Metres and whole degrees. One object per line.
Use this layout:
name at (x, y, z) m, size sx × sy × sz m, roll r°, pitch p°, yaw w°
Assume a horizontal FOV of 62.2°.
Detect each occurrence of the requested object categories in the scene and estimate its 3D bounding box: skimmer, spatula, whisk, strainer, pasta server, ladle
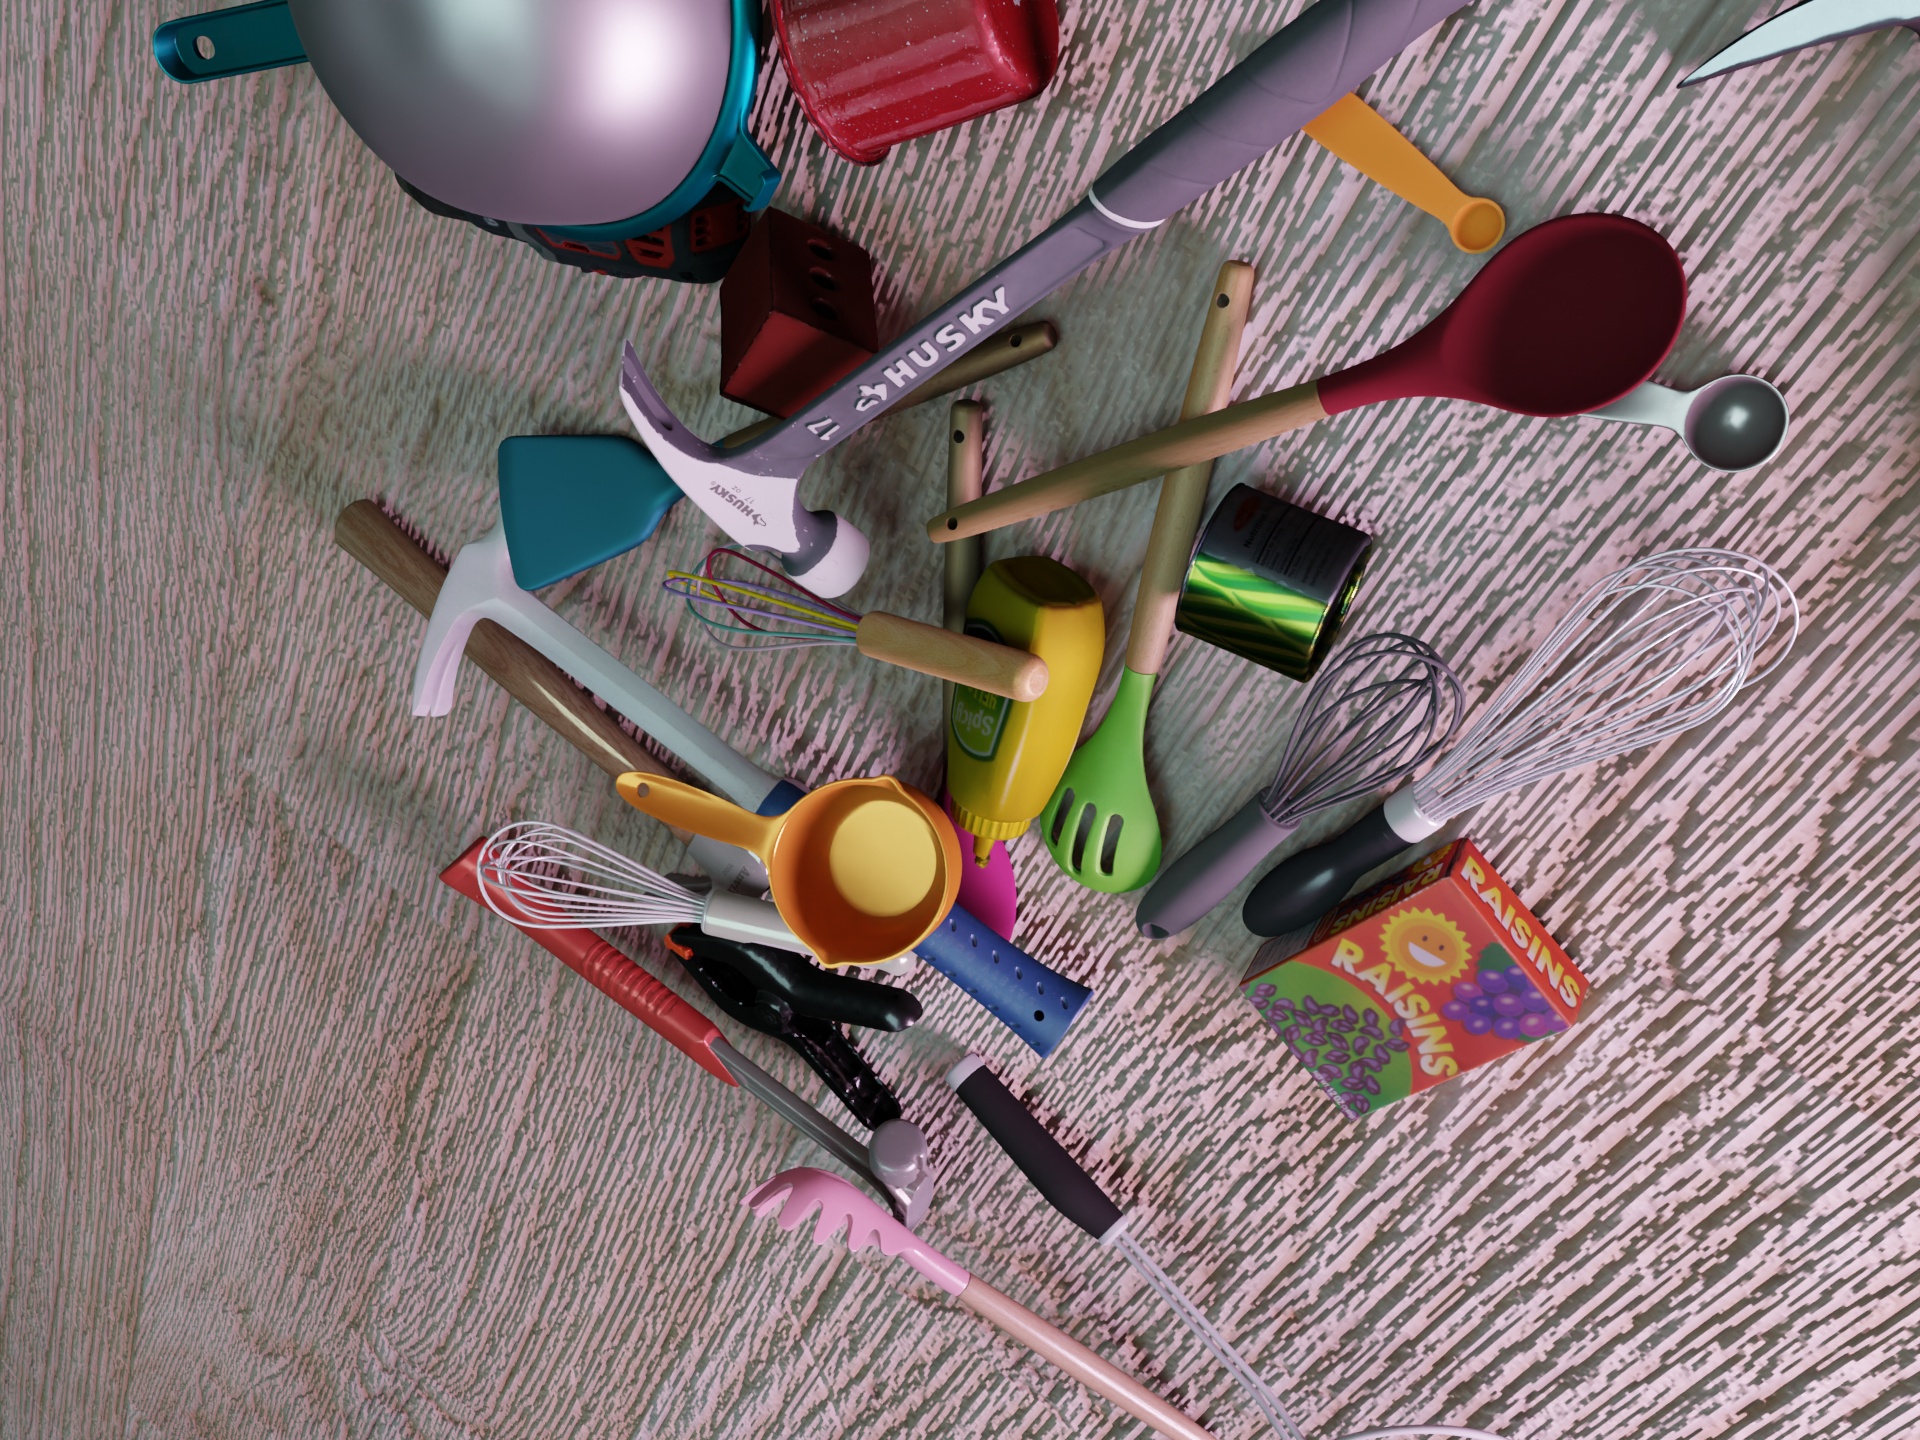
skimmer at (0.141, 0.304, 0.850) m, size 0.363 × 0.090 × 0.127 m, roll 45°, pitch 132°, yaw 17°
spatula at (-0.096, -0.135, 0.755) m, size 0.317 × 0.044 × 0.082 m, roll -13°, pitch 83°, yaw 33°
whisk at (-0.054, -0.045, 0.746) m, size 0.245 × 0.051 × 0.047 m, roll 18°, pitch 145°, yaw 40°
strainer at (-0.243, -0.284, 0.642) m, size 0.340 × 0.095 × 0.210 m, roll 5°, pitch 122°, yaw 29°
pasta server at (0.018, 0.333, 0.882) m, size 0.316 × 0.040 × 0.060 m, roll 37°, pitch 158°, yaw -12°
whisk at (-0.144, 0.103, 0.864) m, size 0.246 × 0.058 × 0.059 m, roll 12°, pitch 94°, yaw 4°
ladle at (0.118, -0.117, 0.625) m, size 0.315 × 0.031 × 0.069 m, roll -15°, pitch 88°, yaw 31°
whisk at (0.135, 0.038, 0.692) m, size 0.055 × 0.055 × 0.239 m, roll 42°, pitch 139°, yaw 6°
whisk at (0.208, 0.021, 0.650) m, size 0.070 × 0.070 × 0.284 m, roll 47°, pitch 133°, yaw 2°

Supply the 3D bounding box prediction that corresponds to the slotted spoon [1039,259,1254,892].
slotted spoon at (0.084, -0.047, 0.704) m, size 0.070 × 0.031 × 0.313 m, roll 27°, pitch 124°, yaw 26°

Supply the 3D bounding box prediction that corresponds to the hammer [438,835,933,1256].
hammer at (-0.168, 0.183, 0.947) m, size 0.359 × 0.037 × 0.149 m, roll 32°, pitch 149°, yaw 17°

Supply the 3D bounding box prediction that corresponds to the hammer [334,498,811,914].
hammer at (-0.232, -0.011, 0.909) m, size 0.331 × 0.031 × 0.130 m, roll 40°, pitch 127°, yaw 8°

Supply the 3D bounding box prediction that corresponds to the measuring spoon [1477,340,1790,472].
measuring spoon at (0.238, -0.120, 0.584) m, size 0.124 × 0.018 × 0.034 m, roll 22°, pitch 112°, yaw 28°

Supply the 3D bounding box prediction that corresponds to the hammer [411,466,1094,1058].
hammer at (-0.111, 0.039, 0.822) m, size 0.405 × 0.035 × 0.144 m, roll 36°, pitch 98°, yaw 9°

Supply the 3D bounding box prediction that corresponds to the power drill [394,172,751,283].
power drill at (-0.182, -0.313, 0.697) m, size 0.188 × 0.080 × 0.226 m, roll 18°, pitch 125°, yaw 23°

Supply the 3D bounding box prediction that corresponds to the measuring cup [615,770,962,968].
measuring cup at (-0.081, 0.057, 0.772) m, size 0.174 × 0.052 × 0.095 m, roll 19°, pitch 94°, yaw 13°

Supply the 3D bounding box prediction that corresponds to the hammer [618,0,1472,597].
hammer at (0.043, -0.186, 0.598) m, size 0.409 × 0.036 × 0.149 m, roll -31°, pitch 135°, yaw 27°

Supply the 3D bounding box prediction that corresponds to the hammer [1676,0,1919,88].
hammer at (0.350, -0.056, 0.533) m, size 0.143 × 0.038 × 0.386 m, roll -7°, pitch 110°, yaw 35°

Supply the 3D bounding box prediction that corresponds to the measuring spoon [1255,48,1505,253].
measuring spoon at (0.154, -0.213, 0.589) m, size 0.117 × 0.011 × 0.021 m, roll 42°, pitch 123°, yaw 10°

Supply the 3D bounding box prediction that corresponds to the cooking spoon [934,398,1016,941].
cooking spoon at (-0.001, -0.002, 0.782) m, size 0.069 × 0.017 × 0.318 m, roll 16°, pitch 122°, yaw 23°
